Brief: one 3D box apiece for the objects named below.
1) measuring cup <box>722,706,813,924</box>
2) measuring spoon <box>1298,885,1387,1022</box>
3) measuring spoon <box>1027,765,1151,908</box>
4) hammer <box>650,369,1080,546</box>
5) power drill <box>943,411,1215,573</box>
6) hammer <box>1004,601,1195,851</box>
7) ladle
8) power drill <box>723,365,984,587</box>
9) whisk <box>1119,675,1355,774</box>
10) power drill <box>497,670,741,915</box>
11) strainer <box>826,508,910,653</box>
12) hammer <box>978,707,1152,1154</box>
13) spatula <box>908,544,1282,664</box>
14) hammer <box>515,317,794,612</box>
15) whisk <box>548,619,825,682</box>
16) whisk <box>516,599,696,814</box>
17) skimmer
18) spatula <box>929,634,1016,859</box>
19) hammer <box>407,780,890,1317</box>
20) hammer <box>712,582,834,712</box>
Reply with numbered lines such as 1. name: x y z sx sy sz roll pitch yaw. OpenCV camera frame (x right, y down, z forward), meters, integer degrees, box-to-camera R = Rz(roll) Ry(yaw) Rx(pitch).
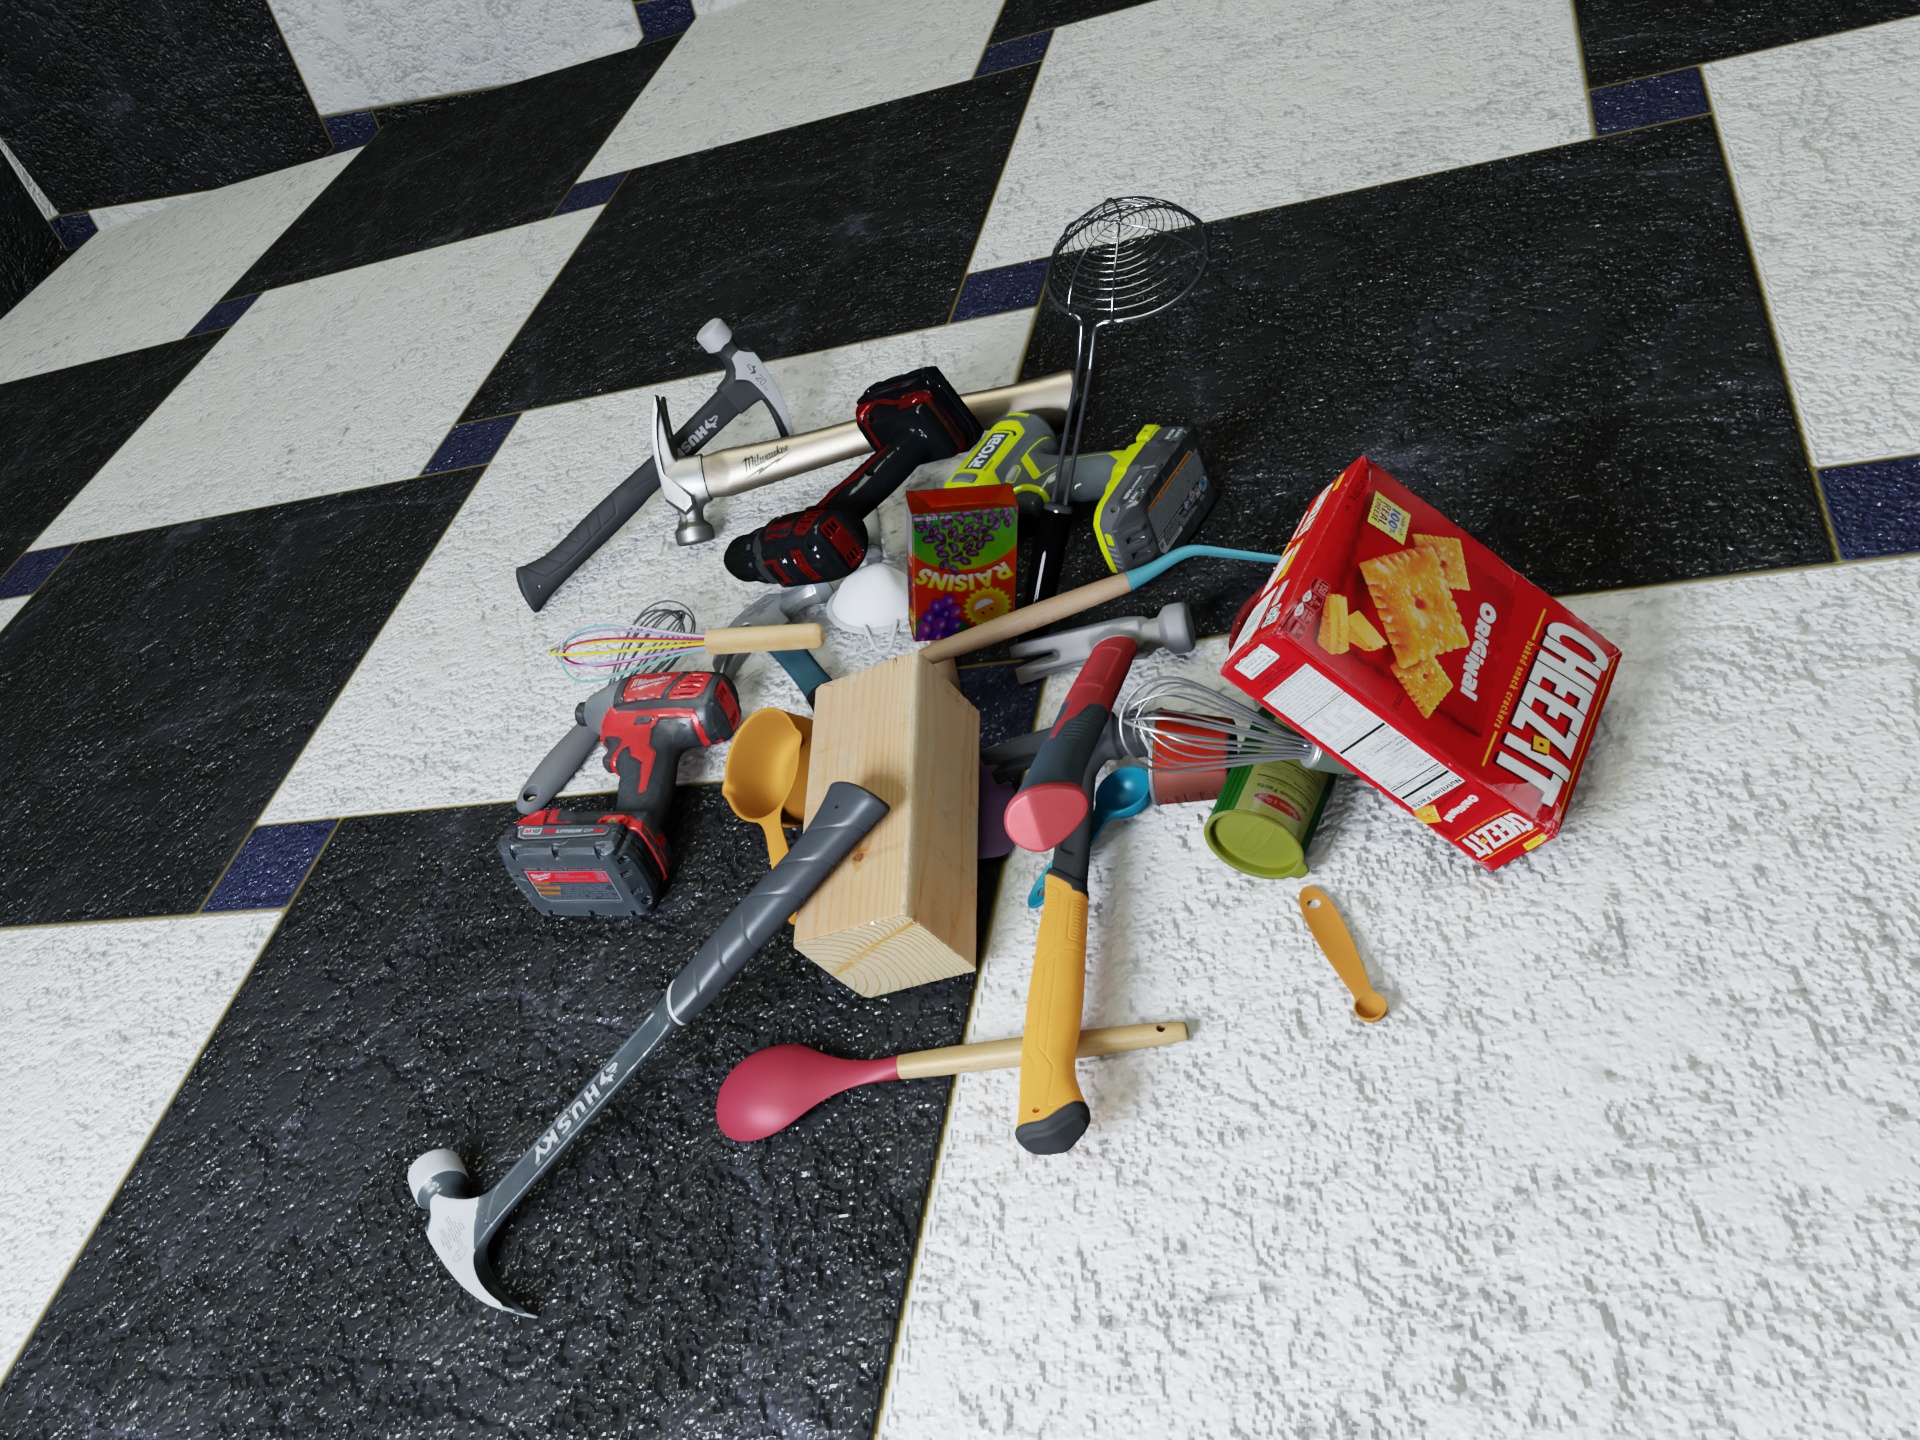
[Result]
1. measuring cup: -0.123 0.074 1.190 0.095 0.052 0.174 -34 58 34
2. measuring spoon: 0.231 0.142 0.967 0.021 0.011 0.117 -23 36 4
3. measuring spoon: 0.090 0.085 1.094 0.042 0.021 0.128 19 62 48
4. hammer: -0.092 -0.280 1.509 0.410 0.146 0.038 -12 7 9
5. power drill: 0.079 -0.182 1.343 0.229 0.080 0.191 10 51 38
6. hammer: 0.067 -0.001 1.056 0.143 0.038 0.386 -12 15 18
7. ladle: -0.013 0.216 0.997 0.315 0.031 0.069 -11 42 14
8. power drill: -0.104 -0.203 1.404 0.188 0.080 0.227 0 46 54
9. whisk: 0.211 0.017 0.991 0.246 0.059 0.058 10 2 -17
10. power drill: -0.272 0.047 1.267 0.143 0.078 0.220 -2 44 19
11. strainer: -0.078 -0.143 1.395 0.087 0.050 0.259 -9 32 -1
12. hammer: 0.059 0.126 1.019 0.127 0.034 0.337 -15 39 22
13. spatula: 0.108 -0.087 1.215 0.317 0.044 0.082 -20 5 4
14. hammer: -0.311 -0.233 1.582 0.335 0.146 0.035 -45 30 -6
15. whisk: -0.233 -0.063 1.337 0.245 0.047 0.051 -2 75 14
16. whisk: -0.309 -0.013 1.382 0.055 0.055 0.239 12 57 36
17. skimmer: 0.102 -0.226 1.241 0.127 0.363 0.090 18 15 28
18. spatula: -0.002 -0.004 1.234 0.060 0.018 0.316 -9 41 -4
19. hammer: -0.191 0.197 1.014 0.409 0.036 0.149 -48 45 1
20. hammer: -0.106 -0.017 1.290 0.128 0.033 0.331 -32 40 -9
